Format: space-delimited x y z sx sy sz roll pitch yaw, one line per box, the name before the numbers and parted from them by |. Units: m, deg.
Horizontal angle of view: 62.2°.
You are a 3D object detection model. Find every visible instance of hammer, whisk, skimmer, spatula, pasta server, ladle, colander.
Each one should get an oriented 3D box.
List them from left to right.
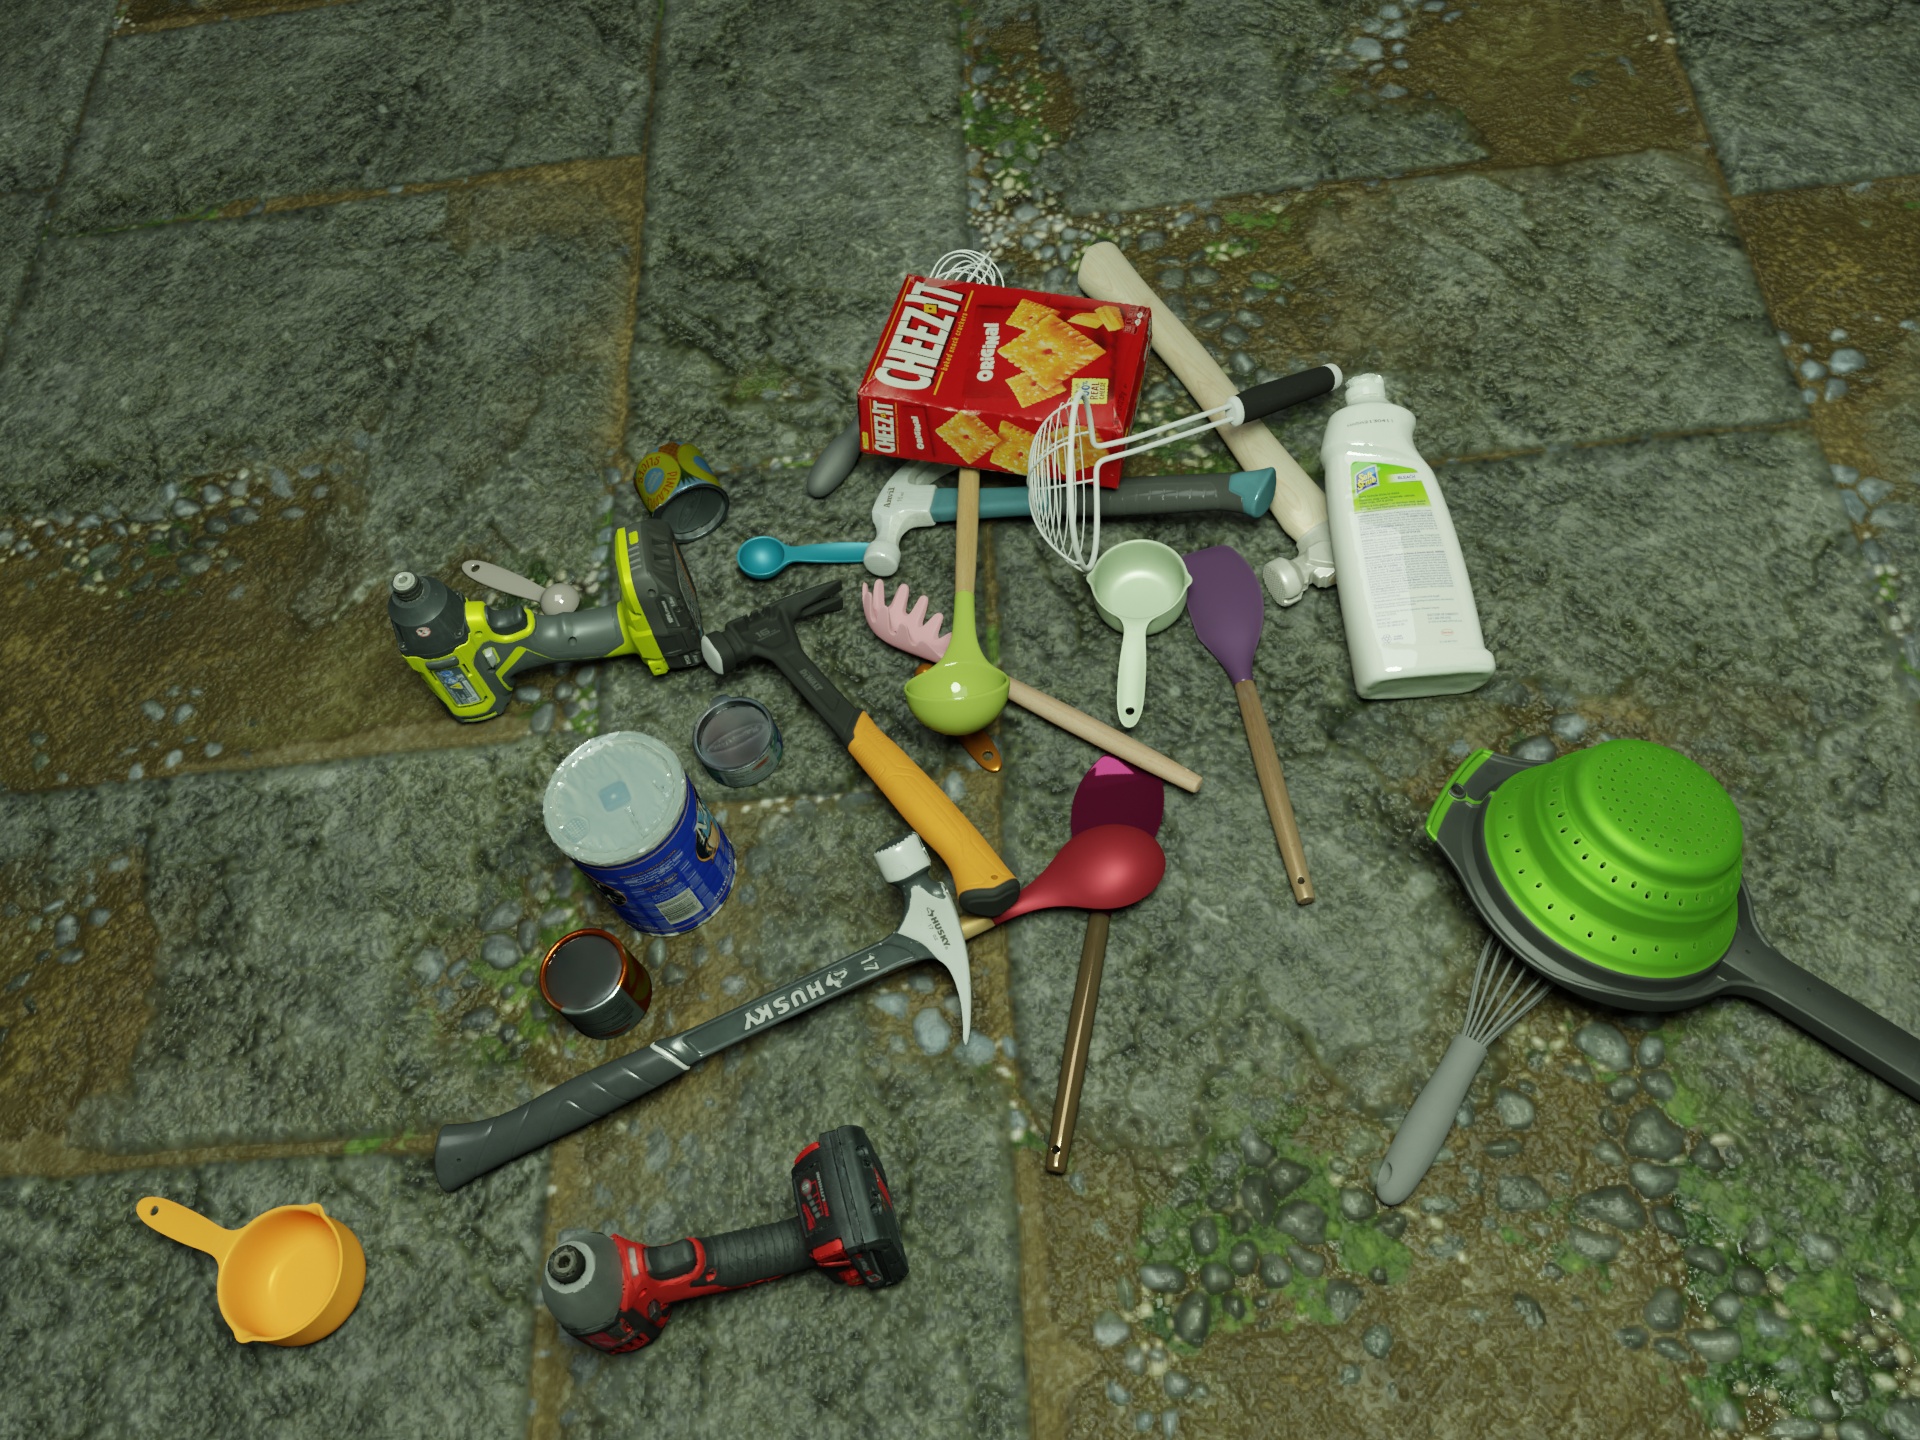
hammer | -0.182 0.230 1.111 0.409 0.036 0.149 -26 95 2
hammer | -0.059 0.019 1.200 0.127 0.034 0.337 -27 55 -24
whisk | -0.051 -0.308 1.401 0.070 0.070 0.285 27 73 22
ladle | -0.002 0.150 1.143 0.315 0.031 0.069 -24 53 2
ladle | 0.002 -0.125 1.233 0.078 0.062 0.320 -2 57 8
pasta server | 0.050 -0.027 1.229 0.316 0.040 0.060 28 24 23
hammer | 0.088 -0.179 1.293 0.331 0.033 0.128 0 55 18
skimmer | 0.187 -0.214 1.201 0.363 0.127 0.090 -24 29 -32
hammer | 0.227 -0.276 1.348 0.146 0.038 0.411 -27 60 -7
spatula | 0.224 -0.006 1.207 0.060 0.018 0.316 -14 59 8
whisk | 0.340 0.216 1.050 0.055 0.055 0.239 29 74 22
colander | 0.503 0.124 1.020 0.397 0.094 0.204 34 50 16

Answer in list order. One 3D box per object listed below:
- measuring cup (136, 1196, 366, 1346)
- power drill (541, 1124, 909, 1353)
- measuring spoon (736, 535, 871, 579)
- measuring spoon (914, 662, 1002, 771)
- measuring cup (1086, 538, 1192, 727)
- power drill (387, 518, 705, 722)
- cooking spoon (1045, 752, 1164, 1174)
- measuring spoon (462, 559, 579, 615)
measuring cup | -0.490 0.369 1.098 0.174 0.052 0.095 16 65 19
power drill | -0.152 0.336 1.009 0.219 0.143 0.079 -17 57 -3
measuring spoon | -0.123 -0.135 1.341 0.128 0.021 0.042 -2 56 -2
measuring spoon | -0.002 -0.004 1.247 0.021 0.011 0.117 -32 61 -9
measuring cup | 0.138 -0.063 1.243 0.083 0.038 0.168 2 63 10
power drill | -0.325 -0.080 1.254 0.223 0.171 0.080 -13 60 -2
cooking spoon | 0.095 0.164 1.134 0.069 0.017 0.319 4 61 16
measuring spoon | -0.383 -0.119 1.370 0.124 0.018 0.034 20 66 20
